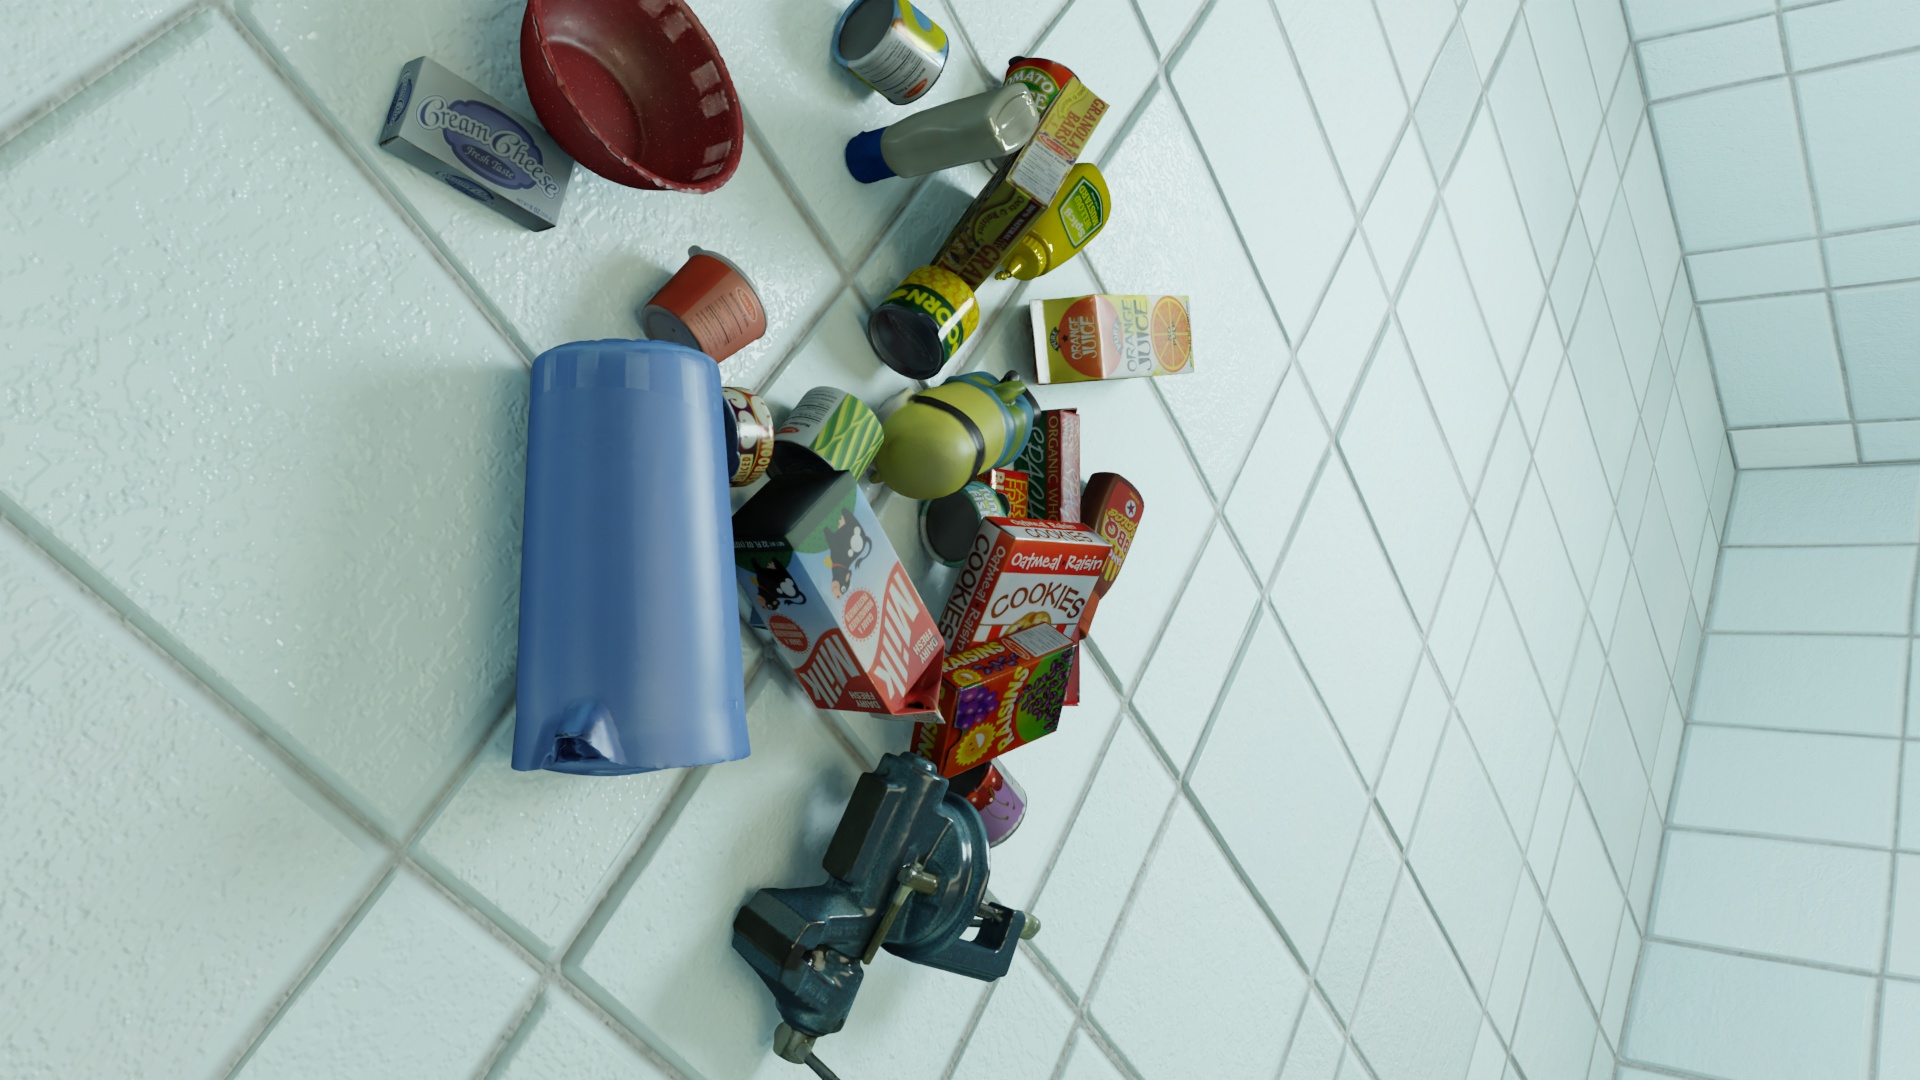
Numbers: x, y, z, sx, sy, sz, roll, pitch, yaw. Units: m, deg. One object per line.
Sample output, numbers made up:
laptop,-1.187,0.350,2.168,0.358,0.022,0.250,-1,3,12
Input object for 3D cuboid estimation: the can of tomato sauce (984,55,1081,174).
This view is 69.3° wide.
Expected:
can of tomato sauce,0.059,-0.345,1.147,0.071,0.071,0.083,33,65,-44

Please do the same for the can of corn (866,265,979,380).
can of corn,-0.026,-0.165,1.039,0.058,0.071,0.071,-53,127,-37

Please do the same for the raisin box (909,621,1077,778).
raisin box,0.025,0.119,1.034,0.124,0.040,0.085,-16,129,-39

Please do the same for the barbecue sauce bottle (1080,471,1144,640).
barbecue sauce bottle,0.117,0.015,1.220,0.064,0.043,0.149,46,56,-40

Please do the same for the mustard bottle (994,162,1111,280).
mustard bottle,0.073,-0.260,1.174,0.161,0.049,0.065,-53,126,-37

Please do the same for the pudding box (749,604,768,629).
pudding box,-0.113,0.023,0.961,0.049,0.030,0.084,17,76,-49

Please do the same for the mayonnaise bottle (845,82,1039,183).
mayonnaise bottle,-0.018,-0.286,0.991,0.065,0.148,0.041,-51,125,-37

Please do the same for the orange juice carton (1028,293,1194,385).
orange juice carton,0.123,-0.175,1.211,0.193,0.073,0.071,-11,98,-49

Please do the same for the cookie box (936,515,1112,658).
cookie box,0.037,0.064,1.075,0.123,0.040,0.167,4,114,-49

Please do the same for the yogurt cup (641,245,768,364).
yogurt cup,-0.164,-0.142,0.882,0.054,0.072,0.072,-47,124,-29

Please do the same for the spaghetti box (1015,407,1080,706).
spaghetti box,0.073,0.013,1.164,0.029,0.050,0.250,3,86,-51

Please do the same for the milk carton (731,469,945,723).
milk carton,-0.076,0.051,0.923,0.074,0.072,0.190,-50,125,-38

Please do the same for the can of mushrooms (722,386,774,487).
can of mushrooms,-0.151,-0.065,0.888,0.033,0.071,0.071,-4,92,-51

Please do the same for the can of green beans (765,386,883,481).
can of green beans,-0.094,-0.064,0.958,0.071,0.071,0.058,56,50,-32

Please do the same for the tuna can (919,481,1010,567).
tuna can,0.004,-0.013,1.068,0.033,0.071,0.071,-6,94,-49

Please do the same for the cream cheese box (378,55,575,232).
cream cheese box,-0.271,-0.223,0.788,0.104,0.024,0.053,26,68,-46

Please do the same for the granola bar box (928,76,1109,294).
granola bar box,0.035,-0.254,1.046,0.039,0.165,0.125,35,58,-10

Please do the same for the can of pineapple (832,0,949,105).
can of pineapple,-0.052,-0.364,1.020,0.058,0.071,0.071,24,71,-47

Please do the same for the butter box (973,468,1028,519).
butter box,0.030,-0.007,1.135,0.053,0.024,0.103,6,85,-50

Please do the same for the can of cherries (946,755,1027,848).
can of cherries,0.008,0.197,1.070,0.058,0.071,0.072,54,51,-33
